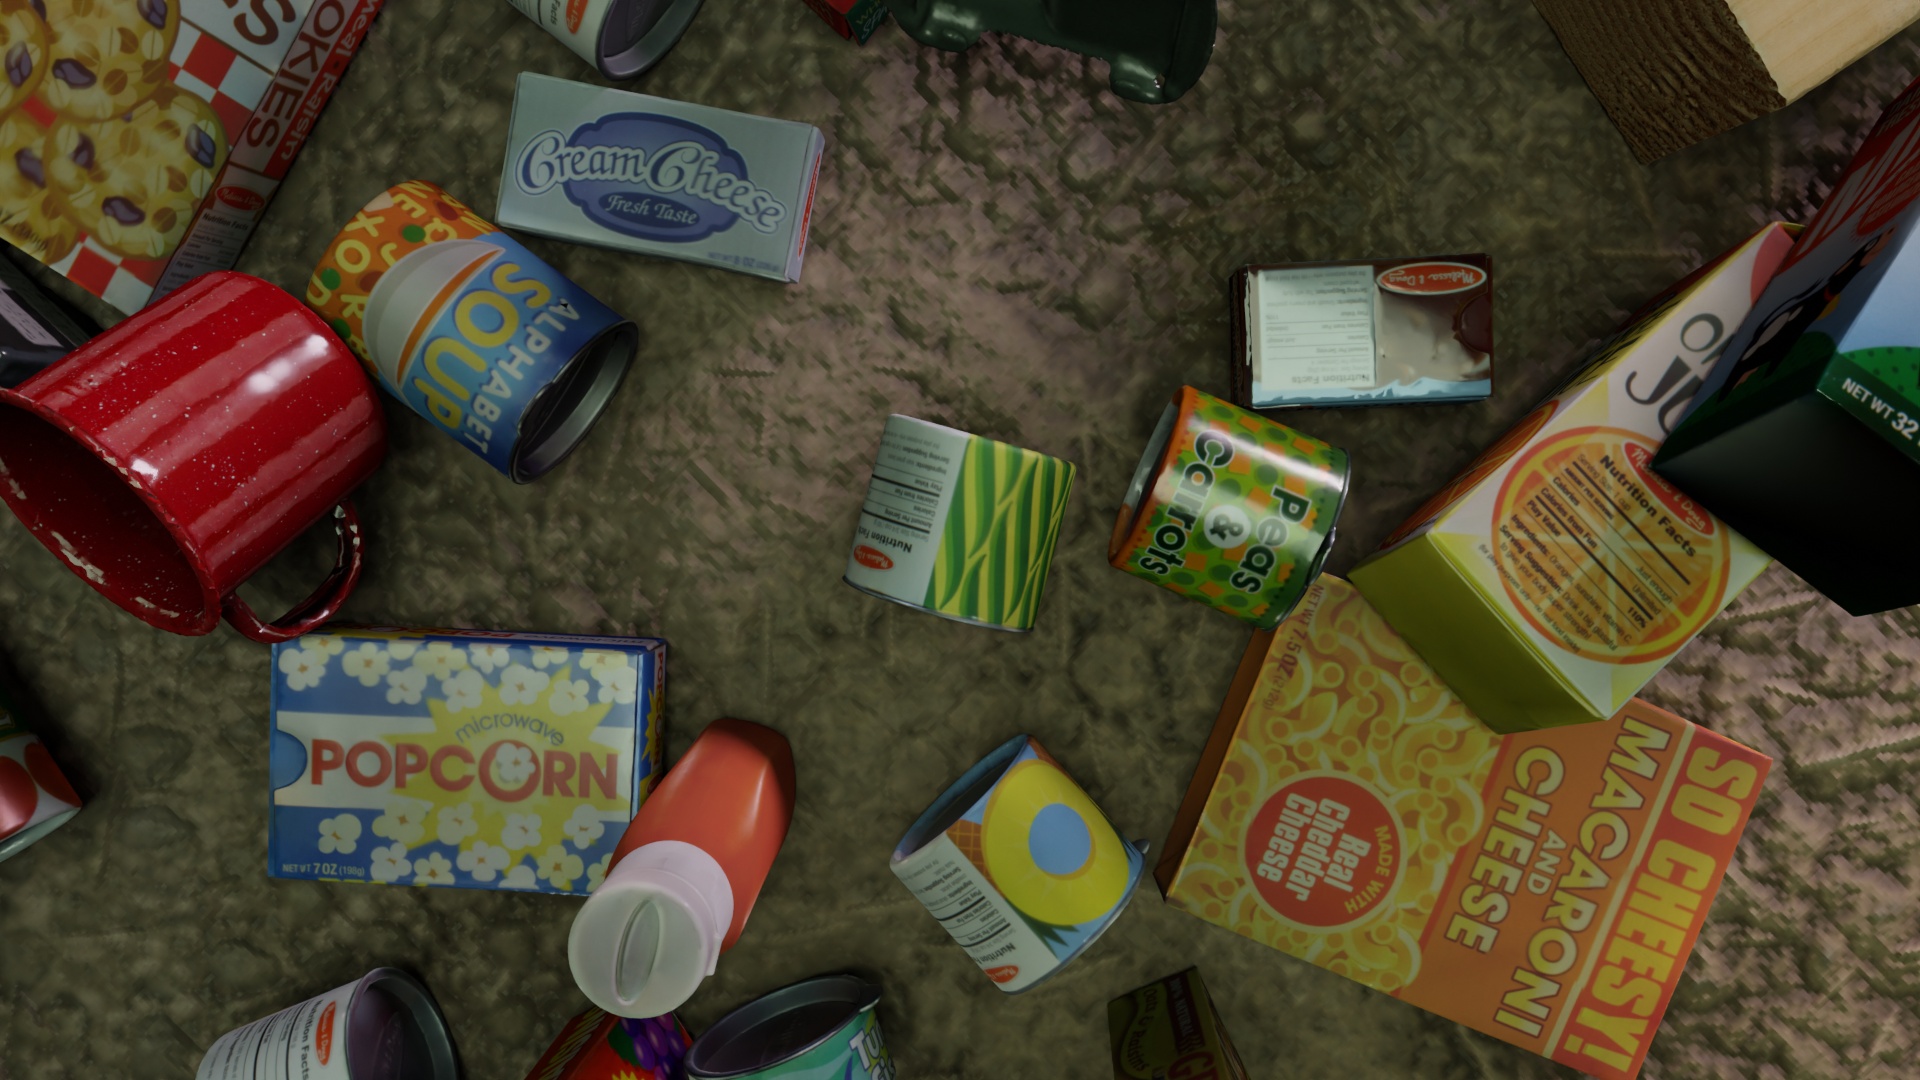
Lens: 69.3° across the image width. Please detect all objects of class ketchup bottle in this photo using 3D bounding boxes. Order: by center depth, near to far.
[{"bbox_3d":[-0.081,0.099,0.426,0.043,0.149,0.064,14,94,-1],"label":"ketchup bottle"}]

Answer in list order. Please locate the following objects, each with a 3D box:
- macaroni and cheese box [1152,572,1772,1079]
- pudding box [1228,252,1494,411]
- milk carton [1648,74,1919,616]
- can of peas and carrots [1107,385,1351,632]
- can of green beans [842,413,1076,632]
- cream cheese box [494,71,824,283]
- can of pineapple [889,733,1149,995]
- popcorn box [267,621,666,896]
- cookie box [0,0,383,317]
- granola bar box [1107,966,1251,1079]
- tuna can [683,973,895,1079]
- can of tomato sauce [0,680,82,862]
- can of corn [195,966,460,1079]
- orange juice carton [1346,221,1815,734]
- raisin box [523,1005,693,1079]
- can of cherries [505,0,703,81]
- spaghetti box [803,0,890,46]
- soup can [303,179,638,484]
[{"bbox_3d":[0.168,0.094,0.476,0.166,0.040,0.123,22,93,0],"label":"macaroni and cheese box"},{"bbox_3d":[0.136,-0.070,0.473,0.084,0.030,0.049,-3,92,1],"label":"pudding box"},{"bbox_3d":[0.279,-0.079,0.372,0.072,0.073,0.191,38,77,5],"label":"milk carton"},{"bbox_3d":[0.087,-0.010,0.456,0.059,0.071,0.071,22,93,0],"label":"can of peas and carrots"},{"bbox_3d":[0.000,-0.006,0.461,0.071,0.071,0.057,16,93,0],"label":"can of green beans"},{"bbox_3d":[-0.103,-0.123,0.477,0.104,0.024,0.053,11,93,0],"label":"cream cheese box"},{"bbox_3d":[0.020,0.106,0.467,0.071,0.071,0.058,-42,92,3],"label":"can of pineapple"},{"bbox_3d":[-0.168,0.074,0.481,0.127,0.038,0.085,3,94,1],"label":"popcorn box"},{"bbox_3d":[-0.280,-0.176,0.471,0.123,0.040,0.167,32,94,-1],"label":"cookie box"},{"bbox_3d":[0.090,0.221,0.421,0.039,0.166,0.124,-26,92,5],"label":"granola bar box"},{"bbox_3d":[-0.055,0.177,0.470,0.071,0.071,0.033,-19,94,2],"label":"tuna can"},{"bbox_3d":[-0.352,0.073,0.469,0.071,0.071,0.083,-32,93,3],"label":"can of tomato sauce"},{"bbox_3d":[-0.214,0.190,0.475,0.058,0.071,0.071,-23,93,3],"label":"can of corn"},{"bbox_3d":[0.222,-0.029,0.433,0.193,0.071,0.073,-40,83,-10],"label":"orange juice carton"},{"bbox_3d":[-0.097,0.220,0.463,0.040,0.086,0.123,-33,92,8],"label":"raisin box"},{"bbox_3d":[-0.119,-0.196,0.456,0.058,0.071,0.071,37,93,0],"label":"can of cherries"},{"bbox_3d":[-0.112,-0.272,0.468,0.250,0.029,0.050,42,93,-1],"label":"spaghetti box"},{"bbox_3d":[-0.161,-0.069,0.457,0.084,0.071,0.071,35,93,-1],"label":"soup can"}]
